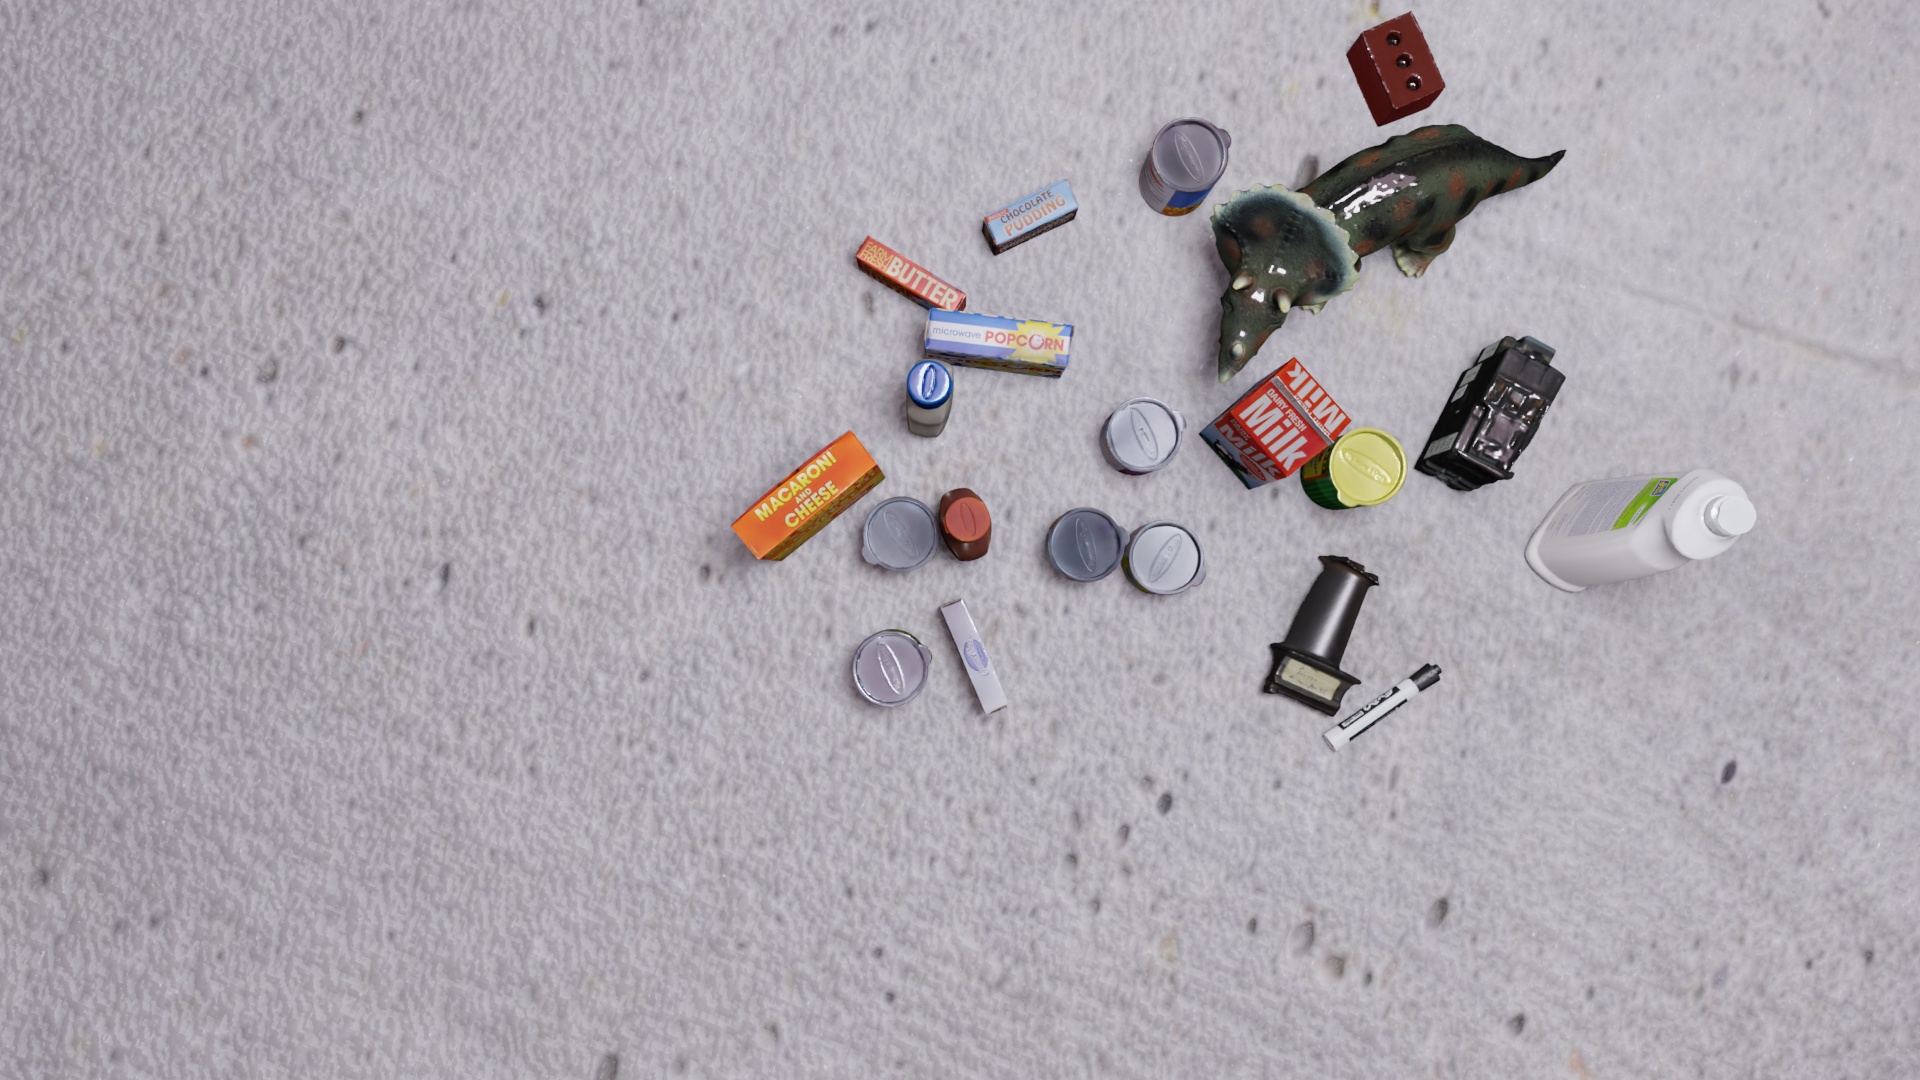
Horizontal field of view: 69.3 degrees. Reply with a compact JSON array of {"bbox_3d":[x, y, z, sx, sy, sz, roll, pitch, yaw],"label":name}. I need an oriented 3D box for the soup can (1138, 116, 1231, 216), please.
[{"bbox_3d":[0.199,-0.331,1.234,0.071,0.084,0.071,0,88,-1],"label":"soup can"}]

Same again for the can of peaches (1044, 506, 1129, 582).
[{"bbox_3d":[0.111,0.004,1.232,0.071,0.058,0.071,0,88,-1],"label":"can of peaches"}]

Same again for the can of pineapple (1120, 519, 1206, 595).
[{"bbox_3d":[0.179,0.017,1.233,0.071,0.058,0.071,0,88,-1],"label":"can of pineapple"}]

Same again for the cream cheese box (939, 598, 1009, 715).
[{"bbox_3d":[0.012,0.101,1.229,0.024,0.053,0.104,-23,88,-1],"label":"cream cheese box"}]

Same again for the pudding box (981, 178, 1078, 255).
[{"bbox_3d":[0.062,-0.290,1.247,0.084,0.049,0.030,-25,89,-2],"label":"pudding box"}]

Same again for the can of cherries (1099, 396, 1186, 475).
[{"bbox_3d":[0.162,-0.092,1.236,0.071,0.058,0.071,0,88,-1],"label":"can of cherries"}]

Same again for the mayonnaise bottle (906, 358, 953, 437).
[{"bbox_3d":[-0.027,-0.126,1.190,0.041,0.148,0.064,9,88,-1],"label":"mayonnaise bottle"}]

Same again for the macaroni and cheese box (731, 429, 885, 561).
[{"bbox_3d":[-0.126,-0.035,1.175,0.124,0.166,0.040,-39,89,-2],"label":"macaroni and cheese box"}]

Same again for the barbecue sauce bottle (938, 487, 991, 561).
[{"bbox_3d":[0.004,-0.015,1.186,0.044,0.148,0.065,-16,89,-1],"label":"barbecue sauce bottle"}]

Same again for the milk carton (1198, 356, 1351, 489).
[{"bbox_3d":[0.266,-0.098,1.172,0.073,0.190,0.072,-41,89,-2],"label":"milk carton"}]

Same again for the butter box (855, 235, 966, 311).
[{"bbox_3d":[-0.044,-0.232,1.241,0.103,0.053,0.024,31,88,0],"label":"butter box"}]

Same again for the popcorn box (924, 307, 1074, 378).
[{"bbox_3d":[0.032,-0.173,1.224,0.127,0.085,0.038,7,88,-1],"label":"popcorn box"}]

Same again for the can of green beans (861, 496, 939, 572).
[{"bbox_3d":[-0.052,-0.005,1.230,0.071,0.058,0.071,0,88,-1],"label":"can of green beans"}]

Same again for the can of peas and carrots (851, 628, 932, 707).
[{"bbox_3d":[-0.059,0.110,1.225,0.071,0.058,0.071,0,88,-1],"label":"can of peas and carrots"}]

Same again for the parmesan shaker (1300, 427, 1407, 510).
[{"bbox_3d":[0.340,-0.059,1.216,0.071,0.103,0.071,0,88,-1],"label":"parmesan shaker"}]
